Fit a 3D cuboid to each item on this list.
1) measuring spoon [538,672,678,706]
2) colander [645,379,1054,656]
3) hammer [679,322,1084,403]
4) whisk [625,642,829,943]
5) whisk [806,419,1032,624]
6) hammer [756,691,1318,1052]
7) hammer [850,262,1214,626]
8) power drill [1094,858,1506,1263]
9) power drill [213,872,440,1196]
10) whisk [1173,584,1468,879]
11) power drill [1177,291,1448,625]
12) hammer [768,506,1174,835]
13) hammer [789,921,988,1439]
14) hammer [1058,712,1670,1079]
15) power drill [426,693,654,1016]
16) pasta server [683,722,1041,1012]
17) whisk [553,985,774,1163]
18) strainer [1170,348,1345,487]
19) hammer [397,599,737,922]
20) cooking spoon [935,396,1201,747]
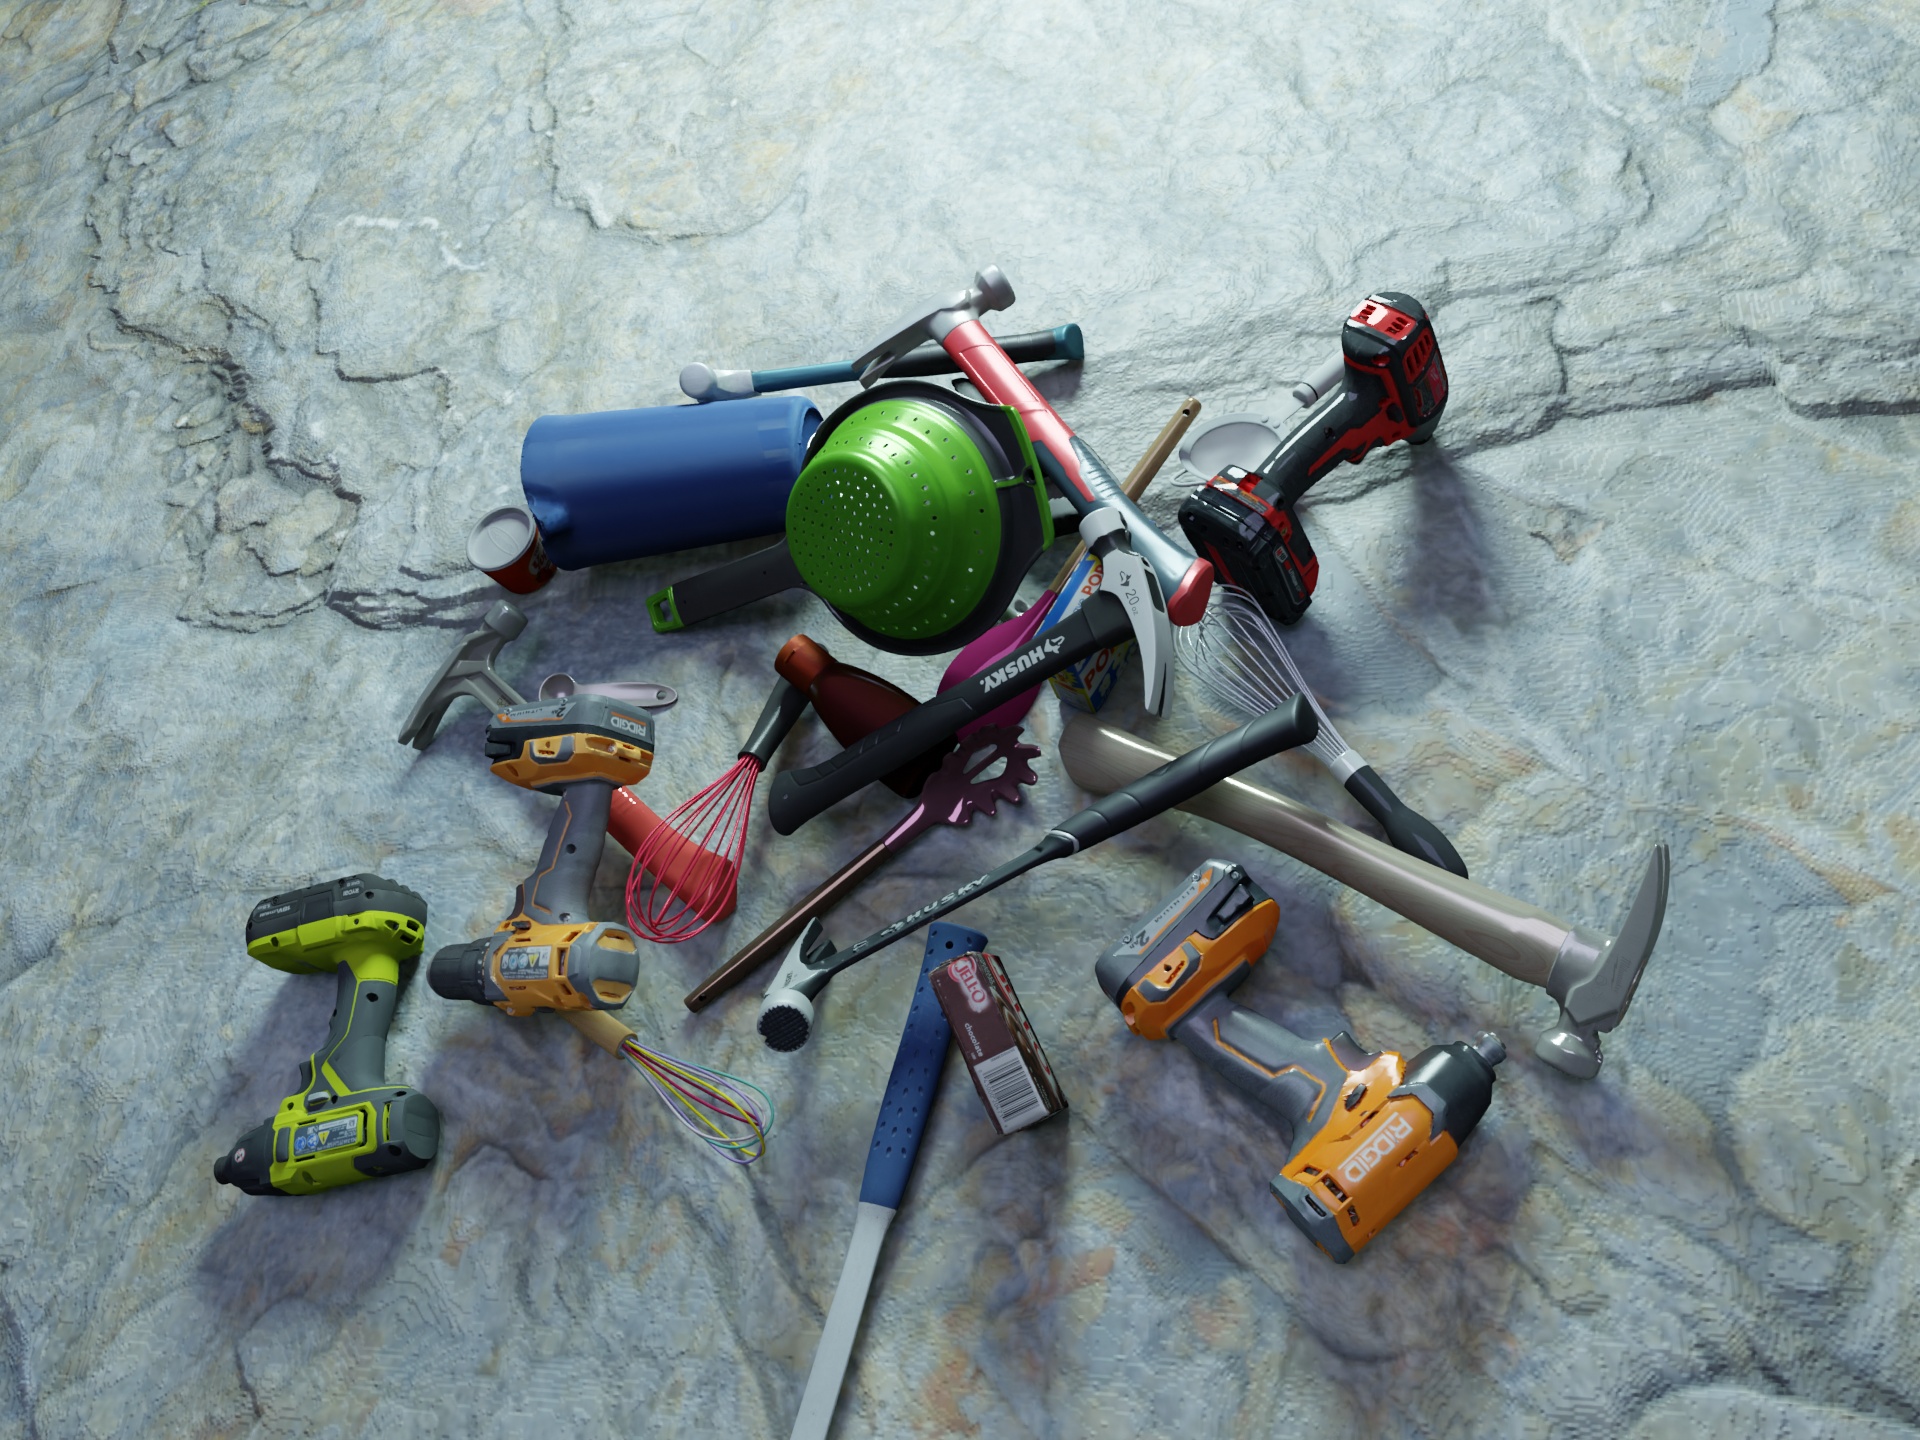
[{"bbox_3d":[-0.290,-0.020,1.320,0.124,0.018,0.034,2,73,13],"label":"measuring spoon"},{"bbox_3d":[-0.122,-0.124,1.198,0.397,0.094,0.204,-15,92,35],"label":"colander"},{"bbox_3d":[-0.061,-0.300,1.344,0.331,0.128,0.033,-6,95,7],"label":"hammer"},{"bbox_3d":[-0.164,0.044,1.182,0.073,0.073,0.296,7,48,23],"label":"whisk"},{"bbox_3d":[-0.030,-0.152,1.249,0.246,0.059,0.058,43,50,15],"label":"whisk"},{"bbox_3d":[0.051,0.090,1.054,0.409,0.149,0.036,-29,101,7],"label":"hammer"},{"bbox_3d":[0.055,-0.195,1.176,0.143,0.038,0.387,-34,54,1],"label":"hammer"},{"bbox_3d":[0.211,0.193,0.981,0.164,0.084,0.227,-41,61,-6],"label":"power drill"},{"bbox_3d":[-0.482,0.242,1.205,0.171,0.080,0.223,-15,61,12],"label":"power drill"},{"bbox_3d":[0.245,0.009,1.085,0.070,0.070,0.285,-38,62,-3],"label":"whisk"},{"bbox_3d":[0.266,-0.185,1.141,0.219,0.143,0.079,-50,54,-3],"label":"power drill"},{"bbox_3d":[-0.002,-0.004,1.107,0.335,0.035,0.146,-30,65,23],"label":"hammer"},{"bbox_3d":[-0.063,0.324,1.031,0.144,0.035,0.406,7,65,23],"label":"hammer"},{"bbox_3d":[0.240,0.072,1.036,0.411,0.038,0.146,25,101,33],"label":"hammer"},{"bbox_3d":[-0.314,0.105,1.178,0.185,0.084,0.226,-8,72,32],"label":"power drill"},{"bbox_3d":[-0.074,0.110,1.153,0.316,0.040,0.060,-39,99,-2],"label":"pasta server"},{"bbox_3d":[-0.223,0.239,1.133,0.245,0.047,0.051,25,74,33],"label":"whisk"},{"bbox_3d":[0.261,-0.244,1.228,0.258,0.050,0.087,-41,50,-12],"label":"strainer"},{"bbox_3d":[-0.307,0.051,1.262,0.359,0.036,0.149,37,93,29],"label":"hammer"},{"bbox_3d":[0.086,-0.115,1.201,0.069,0.017,0.319,35,85,7],"label":"cooking spoon"}]
